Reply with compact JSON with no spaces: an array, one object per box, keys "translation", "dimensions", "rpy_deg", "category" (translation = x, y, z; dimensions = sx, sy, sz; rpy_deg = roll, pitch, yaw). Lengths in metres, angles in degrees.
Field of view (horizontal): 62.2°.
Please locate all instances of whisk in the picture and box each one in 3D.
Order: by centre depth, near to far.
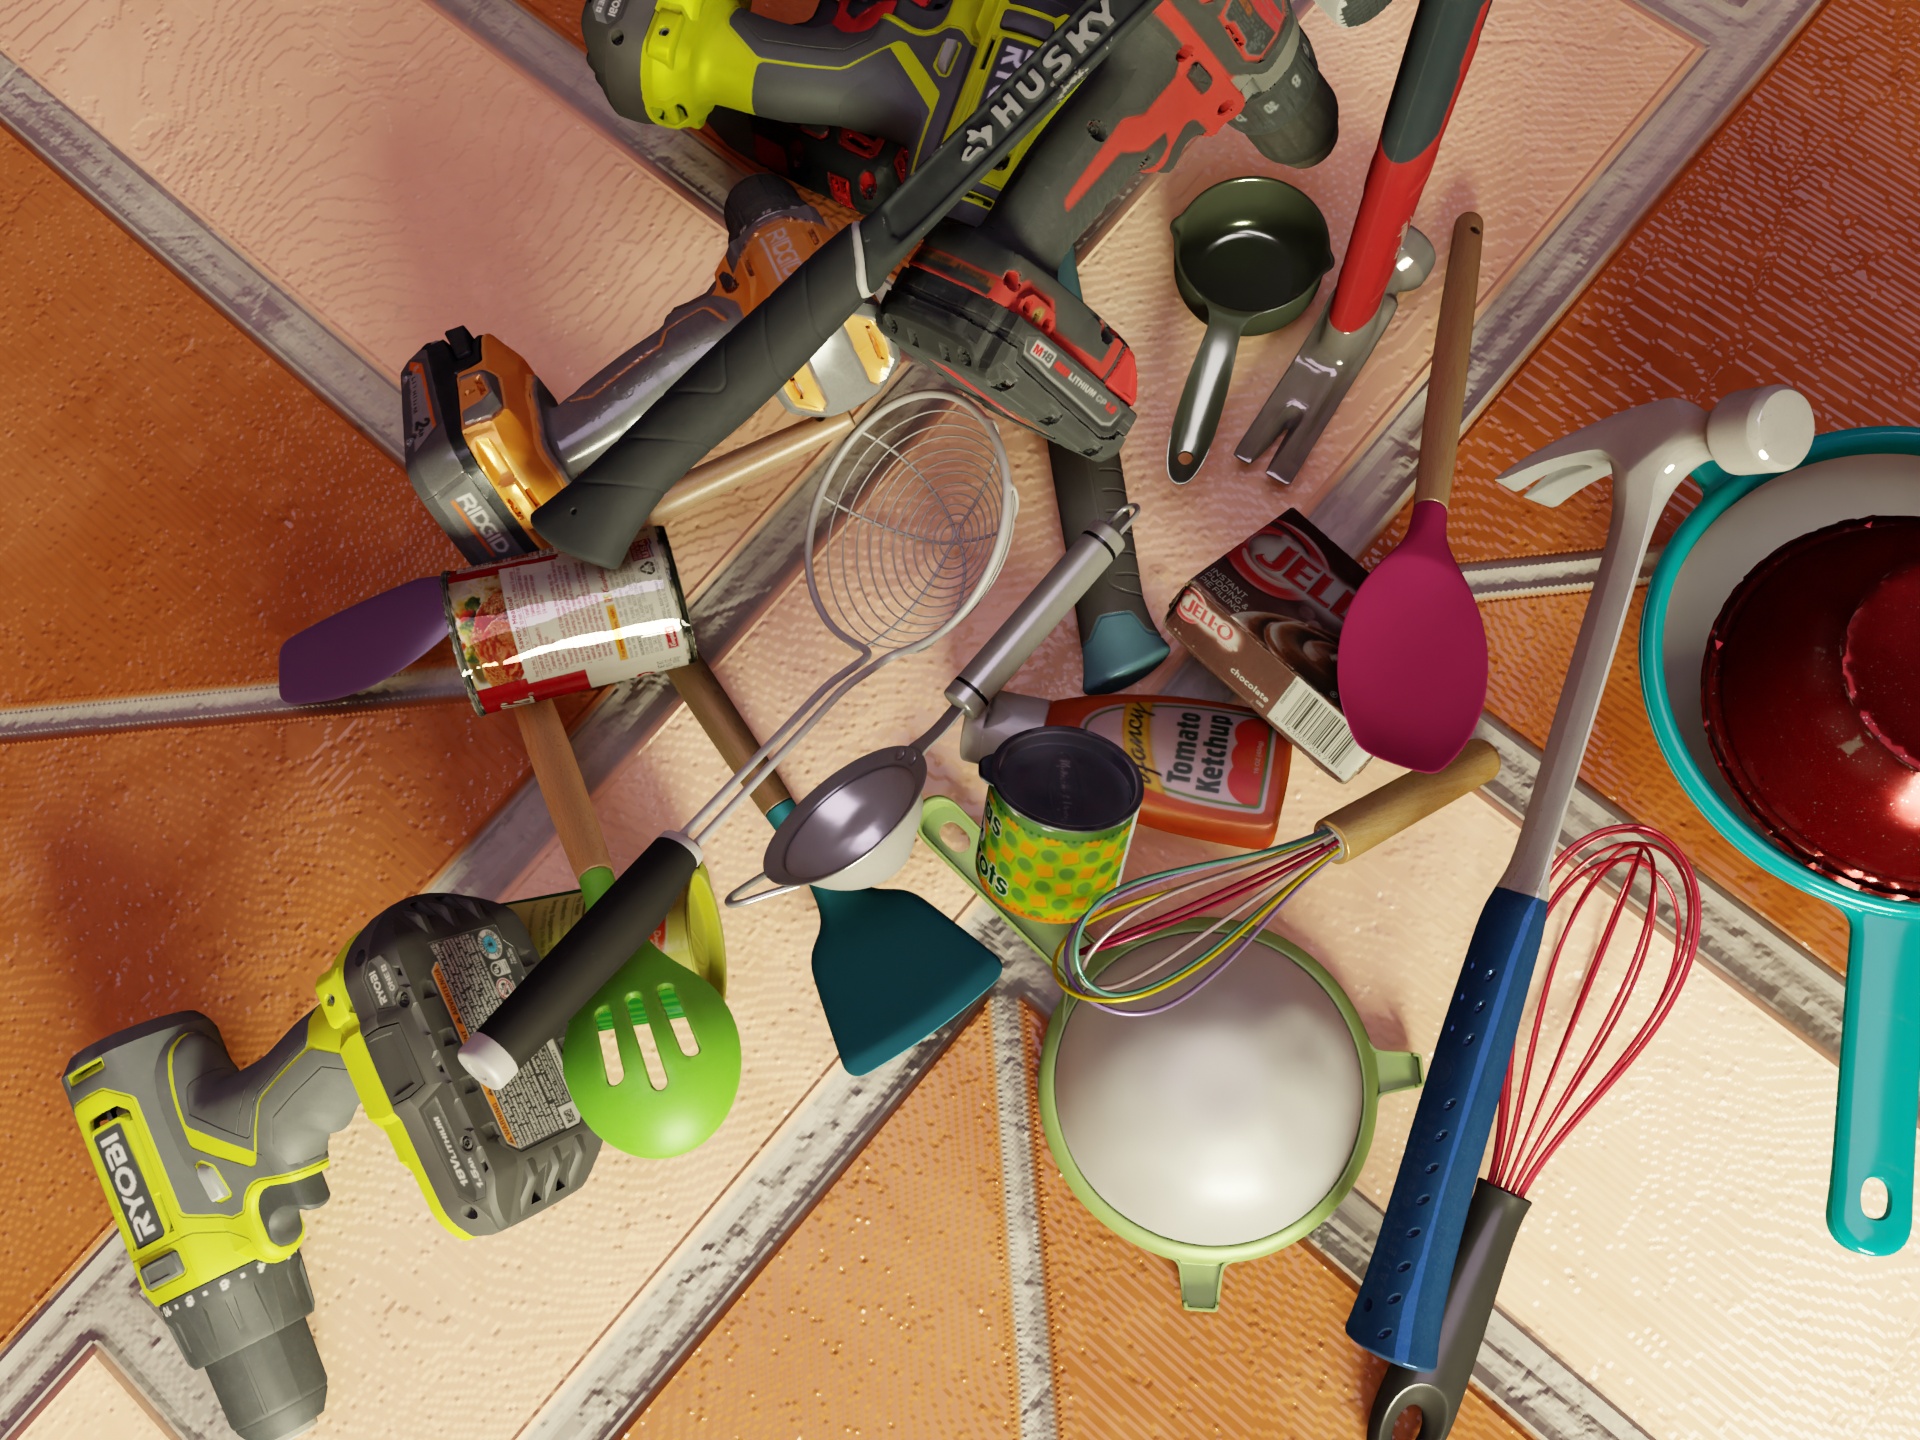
[{"translation":[0.237,0.181,0.674],"dimensions":[0.073,0.073,0.296],"rpy_deg":[23,85,10],"category":"whisk"},{"translation":[0.141,0.058,0.685],"dimensions":[0.245,0.047,0.051],"rpy_deg":[-24,97,-25],"category":"whisk"}]

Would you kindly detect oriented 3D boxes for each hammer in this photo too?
[{"translation":[0.170,-0.224,0.613],"dimensions":[0.038,0.386,0.143],"rpy_deg":[31,80,11],"category":"hammer"},{"translation":[-0.028,-0.204,0.641],"dimensions":[0.409,0.036,0.149],"rpy_deg":[-40,74,16],"category":"hammer"},{"translation":[0.233,0.061,0.660],"dimensions":[0.035,0.144,0.405],"rpy_deg":[19,86,-20],"category":"hammer"},{"translation":[0.056,-0.174,0.793],"dimensions":[0.128,0.033,0.331],"rpy_deg":[-9,75,2],"category":"hammer"}]

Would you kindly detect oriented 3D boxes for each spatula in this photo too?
[{"translation":[-0.100,0.017,0.751],"dimensions":[0.082,0.044,0.318],"rpy_deg":[-35,74,-6],"category":"spatula"},{"translation":[-0.196,-0.083,0.780],"dimensions":[0.316,0.018,0.060],"rpy_deg":[-24,53,5],"category":"spatula"}]

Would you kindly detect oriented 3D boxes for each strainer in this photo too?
[{"translation":[0.382,0.049,0.676],"dimensions":[0.211,0.095,0.340],"rpy_deg":[9,78,10],"category":"strainer"},{"translation":[0.071,0.120,0.695],"dimensions":[0.151,0.069,0.256],"rpy_deg":[-44,78,-7],"category":"strainer"},{"translation":[-0.001,-0.002,0.706],"dimensions":[0.258,0.087,0.050],"rpy_deg":[-49,117,-10],"category":"strainer"}]

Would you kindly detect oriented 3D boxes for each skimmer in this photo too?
[{"translation":[-0.095,-0.008,0.679],"dimensions":[0.127,0.090,0.363],"rpy_deg":[6,44,40],"category":"skimmer"}]

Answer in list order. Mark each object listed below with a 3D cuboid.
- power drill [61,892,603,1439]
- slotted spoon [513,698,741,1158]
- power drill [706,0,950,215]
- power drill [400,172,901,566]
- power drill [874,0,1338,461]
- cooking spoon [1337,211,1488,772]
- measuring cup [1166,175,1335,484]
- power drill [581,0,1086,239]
[{"translation":[-0.266,0.190,0.672],"dimensions":[0.228,0.080,0.190],"rpy_deg":[-29,82,22],"category":"power drill"},{"translation":[-0.171,0.051,0.704],"dimensions":[0.070,0.031,0.314],"rpy_deg":[-20,52,-13],"category":"slotted spoon"},{"translation":[-0.047,-0.383,0.838],"dimensions":[0.143,0.078,0.220],"rpy_deg":[28,82,11],"category":"power drill"},{"translation":[-0.153,-0.182,0.775],"dimensions":[0.226,0.084,0.186],"rpy_deg":[-25,44,2],"category":"power drill"},{"translation":[0.081,-0.236,0.715],"dimensions":[0.080,0.187,0.226],"rpy_deg":[34,97,37],"category":"power drill"},{"translation":[0.220,-0.117,0.735],"dimensions":[0.068,0.017,0.319],"rpy_deg":[19,63,-5],"category":"cooking spoon"},{"translation":[0.131,-0.188,0.789],"dimensions":[0.083,0.038,0.168],"rpy_deg":[17,79,9],"category":"measuring cup"},{"translation":[-0.049,-0.332,0.758],"dimensions":[0.223,0.080,0.171],"rpy_deg":[20,85,4],"category":"power drill"}]
